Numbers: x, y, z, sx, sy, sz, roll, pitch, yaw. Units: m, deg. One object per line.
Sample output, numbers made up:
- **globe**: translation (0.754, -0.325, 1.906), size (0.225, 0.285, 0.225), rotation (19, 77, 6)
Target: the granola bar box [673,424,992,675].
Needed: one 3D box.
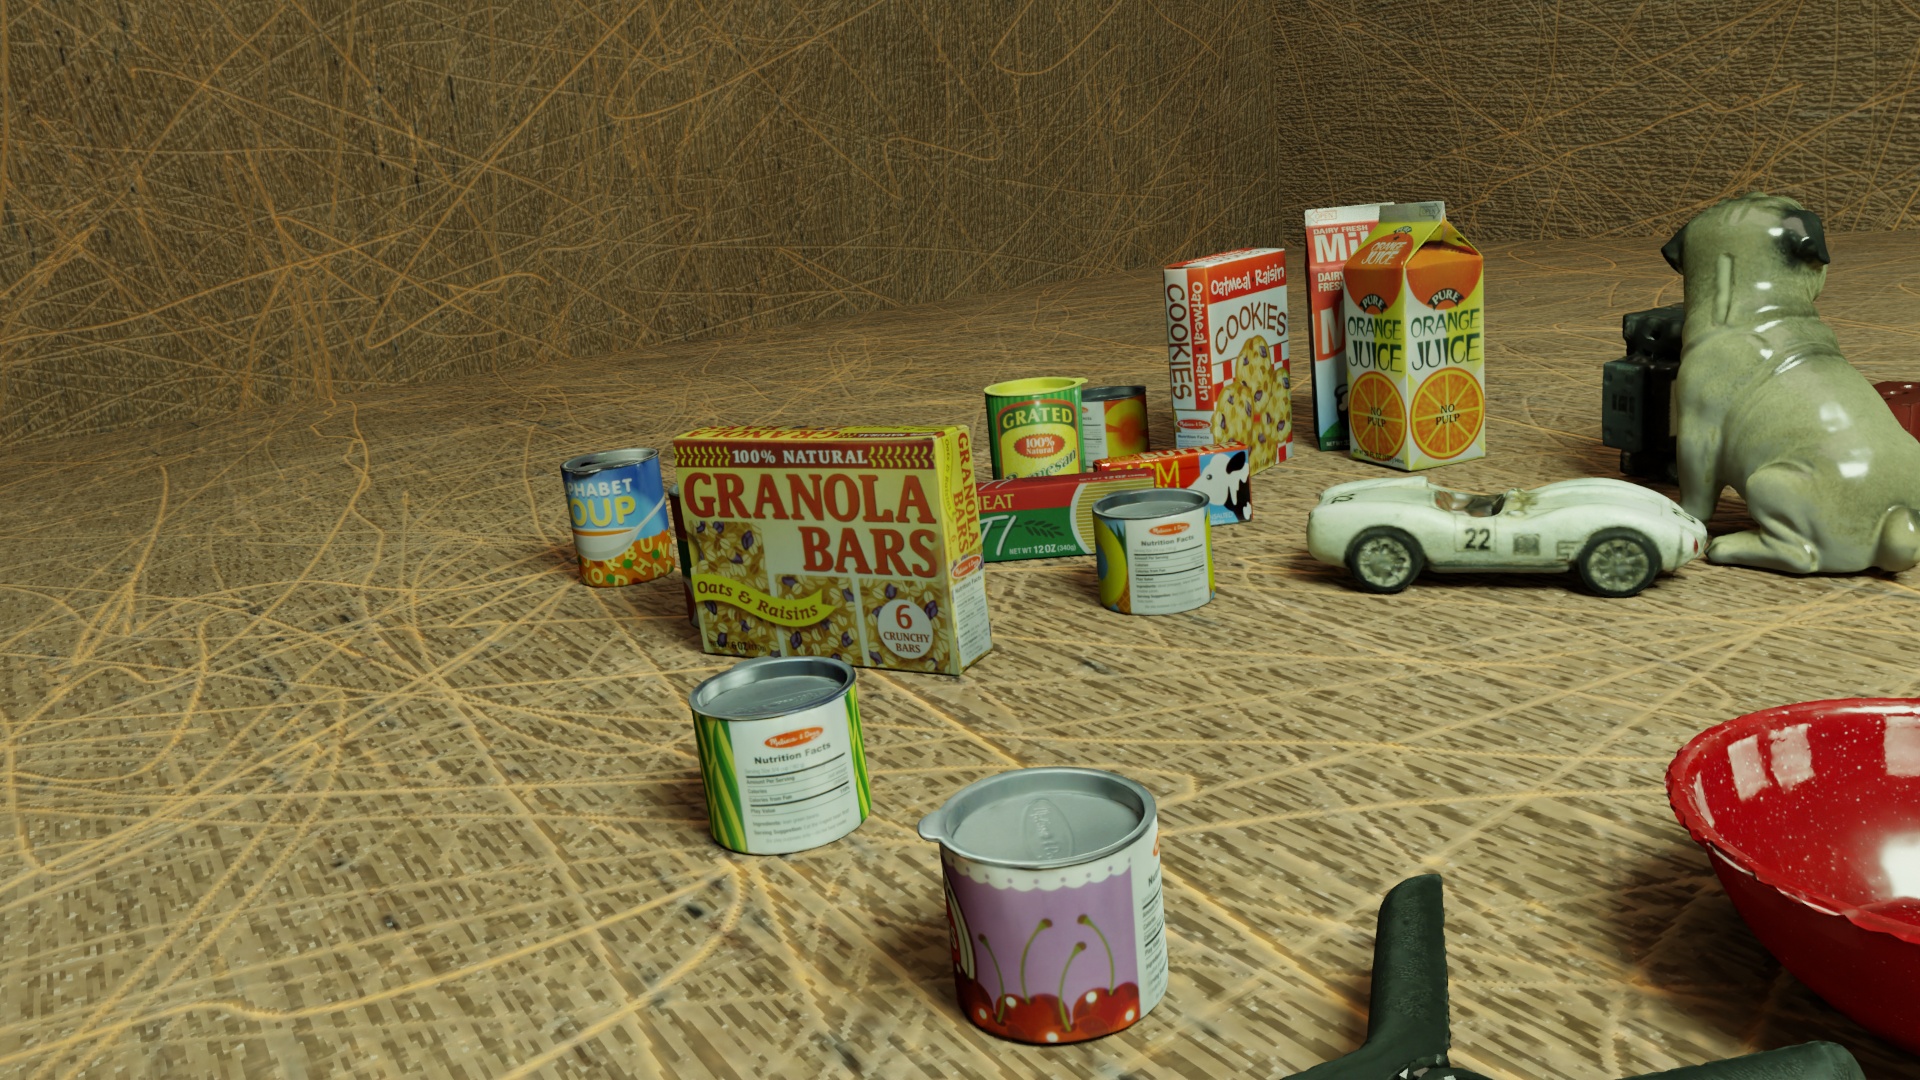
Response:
- **granola bar box**: translation (-0.070, 0.002, 0.735), size (0.165, 0.124, 0.039), rotation (2, 16, 28)

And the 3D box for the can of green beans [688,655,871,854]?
- **can of green beans**: translation (-0.071, 0.084, 0.552), size (0.071, 0.057, 0.071), rotation (-6, 14, 2)

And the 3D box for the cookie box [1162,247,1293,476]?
- **cookie box**: translation (0.206, -0.133, 1.060), size (0.040, 0.167, 0.123), rotation (6, 18, 39)

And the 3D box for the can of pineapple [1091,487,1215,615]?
- **can of pineapple**: translation (0.109, 0.005, 0.785), size (0.071, 0.057, 0.071), rotation (-6, 14, 2)

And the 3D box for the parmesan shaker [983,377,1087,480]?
- **parmesan shaker**: translation (0.056, -0.056, 0.951), size (0.071, 0.102, 0.071), rotation (-6, 14, 2)

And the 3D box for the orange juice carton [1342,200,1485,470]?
- **orange juice carton**: translation (0.338, -0.154, 1.037), size (0.073, 0.192, 0.072), rotation (-11, 15, -19)

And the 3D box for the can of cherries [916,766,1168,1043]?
- **can of cherries**: translation (0.025, 0.108, 0.419), size (0.071, 0.058, 0.072), rotation (-6, 14, 2)

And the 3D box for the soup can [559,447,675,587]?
- **soup can**: translation (-0.236, -0.016, 0.953), size (0.071, 0.083, 0.071), rotation (-6, 14, 2)

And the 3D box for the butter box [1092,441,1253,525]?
- **butter box**: translation (0.142, -0.034, 0.930), size (0.103, 0.053, 0.024), rotation (-7, 14, -4)

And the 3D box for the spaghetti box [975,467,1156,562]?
- **spaghetti box**: translation (0.003, -0.011, 0.906), size (0.250, 0.050, 0.029), rotation (-4, 14, 6)

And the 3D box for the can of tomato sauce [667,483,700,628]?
- **can of tomato sauce**: translation (-0.135, 0.005, 0.832), size (0.071, 0.083, 0.071), rotation (-6, 14, 2)

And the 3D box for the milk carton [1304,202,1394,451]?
- **milk carton**: translation (0.319, -0.174, 1.124), size (0.072, 0.190, 0.074), rotation (-3, 14, 11)

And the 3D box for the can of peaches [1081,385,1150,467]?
- **can of peaches**: translation (0.127, -0.097, 1.169), size (0.071, 0.058, 0.071), rotation (-6, 14, 2)
